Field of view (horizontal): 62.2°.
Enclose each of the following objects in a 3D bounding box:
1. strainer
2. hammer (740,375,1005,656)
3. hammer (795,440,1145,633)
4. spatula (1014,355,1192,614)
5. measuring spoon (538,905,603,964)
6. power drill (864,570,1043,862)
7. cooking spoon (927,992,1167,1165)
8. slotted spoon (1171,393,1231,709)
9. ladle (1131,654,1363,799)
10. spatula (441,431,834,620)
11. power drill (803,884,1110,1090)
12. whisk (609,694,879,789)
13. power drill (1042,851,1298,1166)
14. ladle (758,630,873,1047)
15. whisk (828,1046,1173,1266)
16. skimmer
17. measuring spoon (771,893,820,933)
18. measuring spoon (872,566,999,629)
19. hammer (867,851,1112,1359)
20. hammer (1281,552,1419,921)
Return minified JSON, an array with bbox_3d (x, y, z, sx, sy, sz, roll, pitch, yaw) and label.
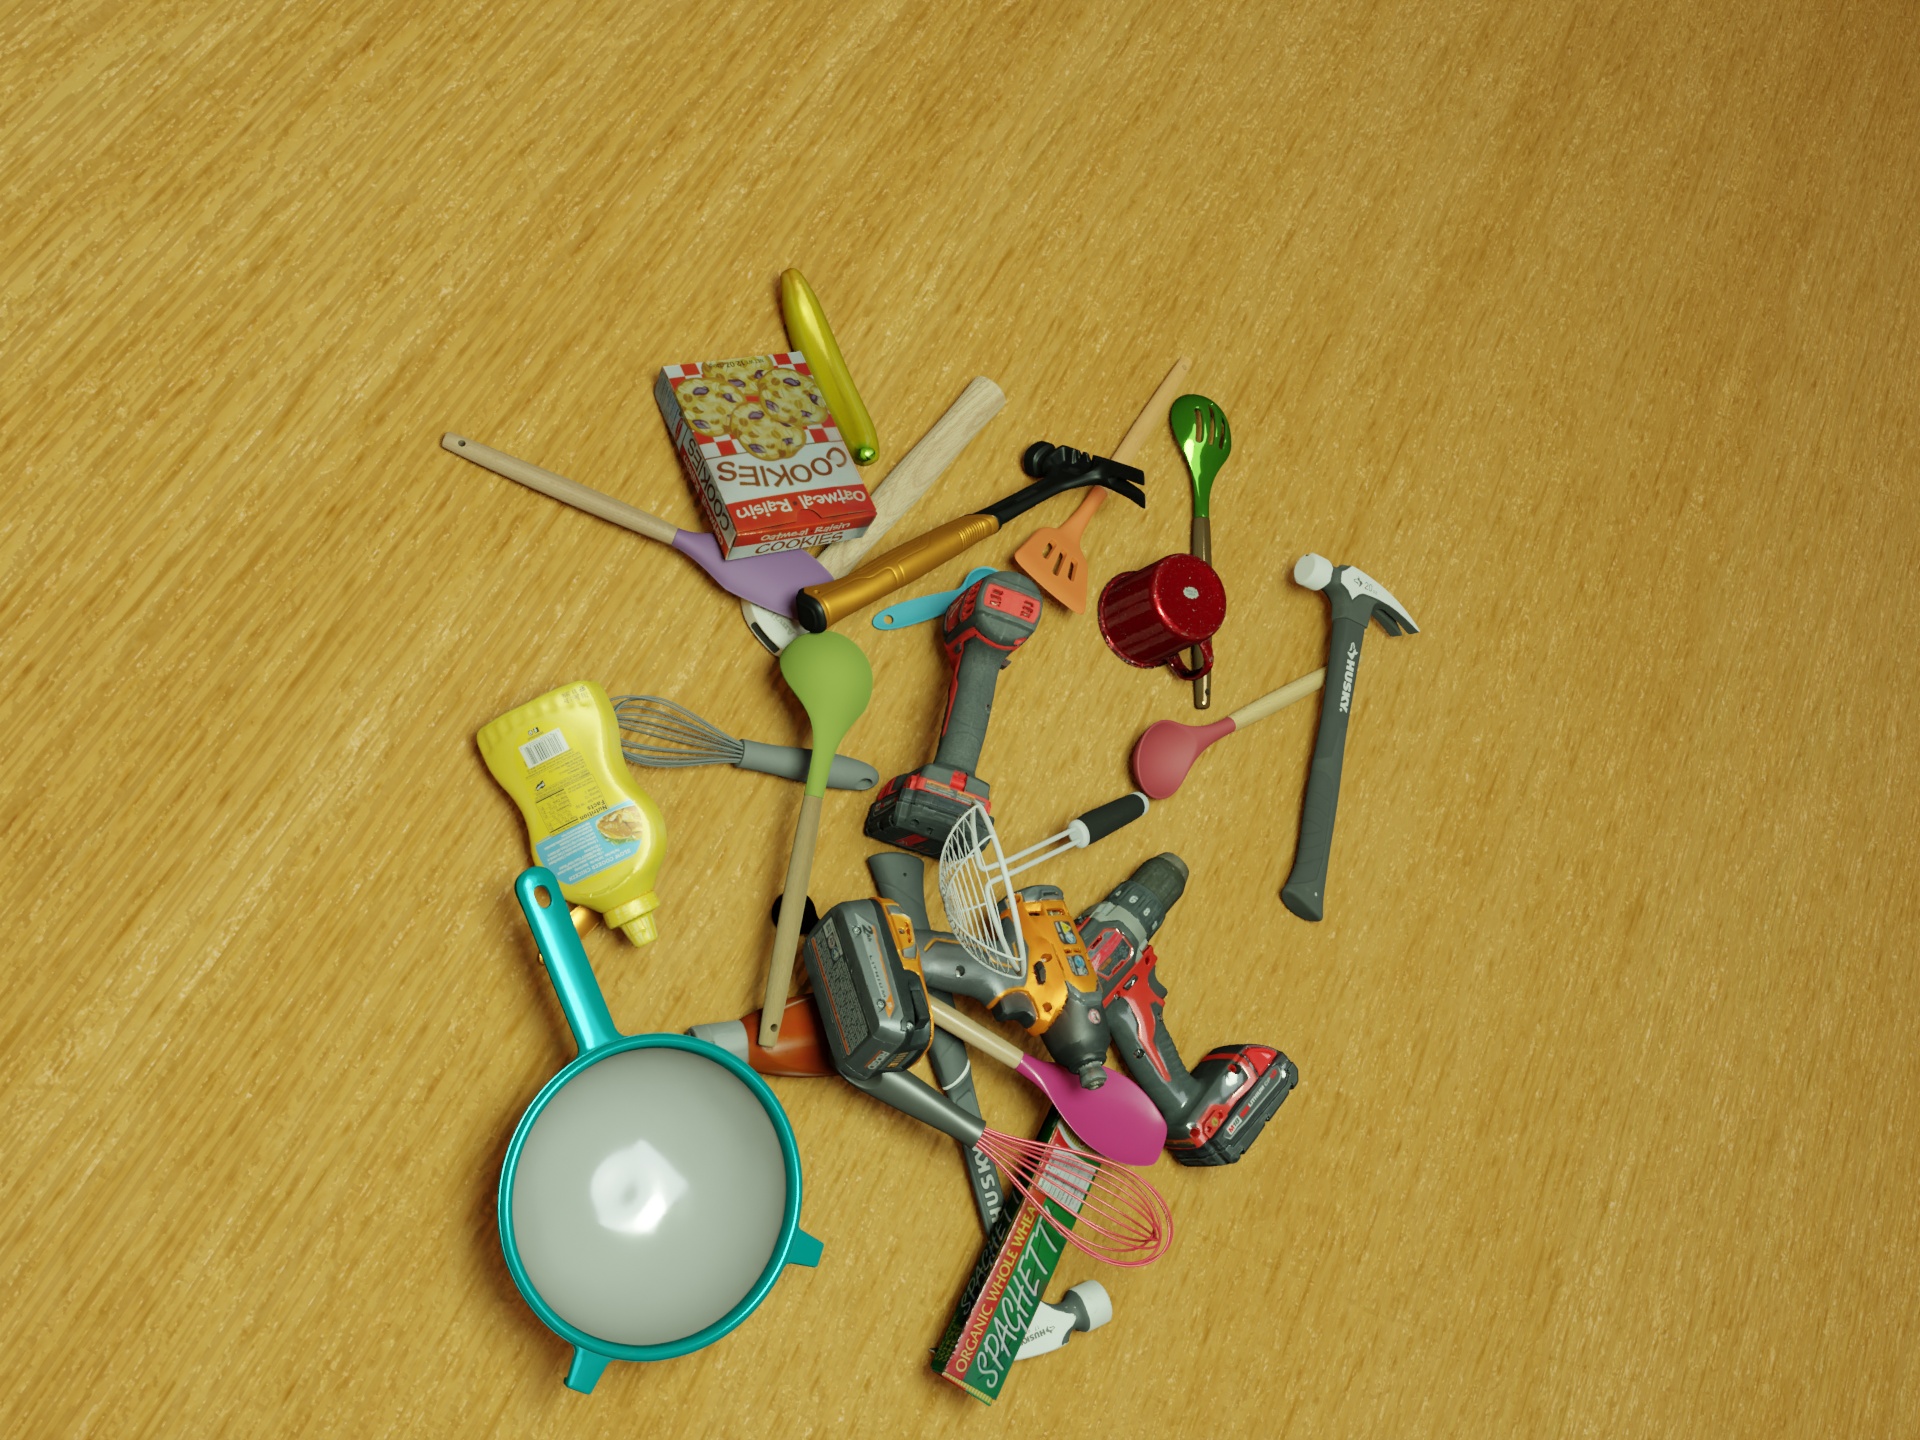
[{"bbox_3d":[-0.247,0.267,1.103,0.211,0.095,0.340,-20,85,-32],"label":"strainer"},{"bbox_3d":[-0.065,-0.181,1.339,0.130,0.031,0.331,44,62,-12],"label":"hammer"},{"bbox_3d":[0.004,-0.149,1.301,0.337,0.127,0.034,-32,131,-35],"label":"hammer"},{"bbox_3d":[0.144,-0.228,1.452,0.081,0.041,0.323,40,62,-13],"label":"spatula"},{"bbox_3d":[-0.267,0.136,1.172,0.021,0.011,0.117,41,66,2],"label":"measuring spoon"},{"bbox_3d":[-0.002,-0.004,1.274,0.078,0.143,0.220,20,75,-13],"label":"power drill"},{"bbox_3d":[0.023,0.250,1.229,0.319,0.017,0.069,32,52,-5],"label":"cooking spoon"},{"bbox_3d":[0.228,-0.164,1.489,0.070,0.031,0.314,9,75,-28],"label":"slotted spoon"},{"bbox_3d":[0.268,-0.007,1.470,0.315,0.031,0.069,-24,109,-32],"label":"ladle"},{"bbox_3d":[-0.244,-0.155,1.228,0.315,0.018,0.060,22,71,-14],"label":"spatula"},{"bbox_3d":[0.011,0.206,1.187,0.226,0.084,0.164,2,52,-36],"label":"power drill"},{"bbox_3d":[-0.168,0.022,1.229,0.238,0.055,0.055,13,72,-29],"label":"whisk"},{"bbox_3d":[0.180,0.240,1.340,0.226,0.080,0.188,49,62,-5],"label":"power drill"},{"bbox_3d":[-0.122,0.085,1.203,0.078,0.062,0.320,18,75,-32],"label":"ladle"},{"bbox_3d":[0.030,0.318,1.187,0.296,0.073,0.073,31,65,-3],"label":"whisk"},{"bbox_3d":[0.089,0.098,1.229,0.363,0.090,0.127,-18,94,-58],"label":"skimmer"},{"bbox_3d":[-0.091,0.173,1.230,0.124,0.018,0.034,34,75,0],"label":"measuring spoon"},{"bbox_3d":[-0.018,-0.097,1.355,0.128,0.021,0.042,-18,82,-20],"label":"measuring spoon"},{"bbox_3d":[-0.003,0.300,1.253,0.149,0.036,0.409,-14,84,-28],"label":"hammer"},{"bbox_3d":[0.350,0.022,1.488,0.146,0.035,0.335,20,74,-30],"label":"hammer"}]
